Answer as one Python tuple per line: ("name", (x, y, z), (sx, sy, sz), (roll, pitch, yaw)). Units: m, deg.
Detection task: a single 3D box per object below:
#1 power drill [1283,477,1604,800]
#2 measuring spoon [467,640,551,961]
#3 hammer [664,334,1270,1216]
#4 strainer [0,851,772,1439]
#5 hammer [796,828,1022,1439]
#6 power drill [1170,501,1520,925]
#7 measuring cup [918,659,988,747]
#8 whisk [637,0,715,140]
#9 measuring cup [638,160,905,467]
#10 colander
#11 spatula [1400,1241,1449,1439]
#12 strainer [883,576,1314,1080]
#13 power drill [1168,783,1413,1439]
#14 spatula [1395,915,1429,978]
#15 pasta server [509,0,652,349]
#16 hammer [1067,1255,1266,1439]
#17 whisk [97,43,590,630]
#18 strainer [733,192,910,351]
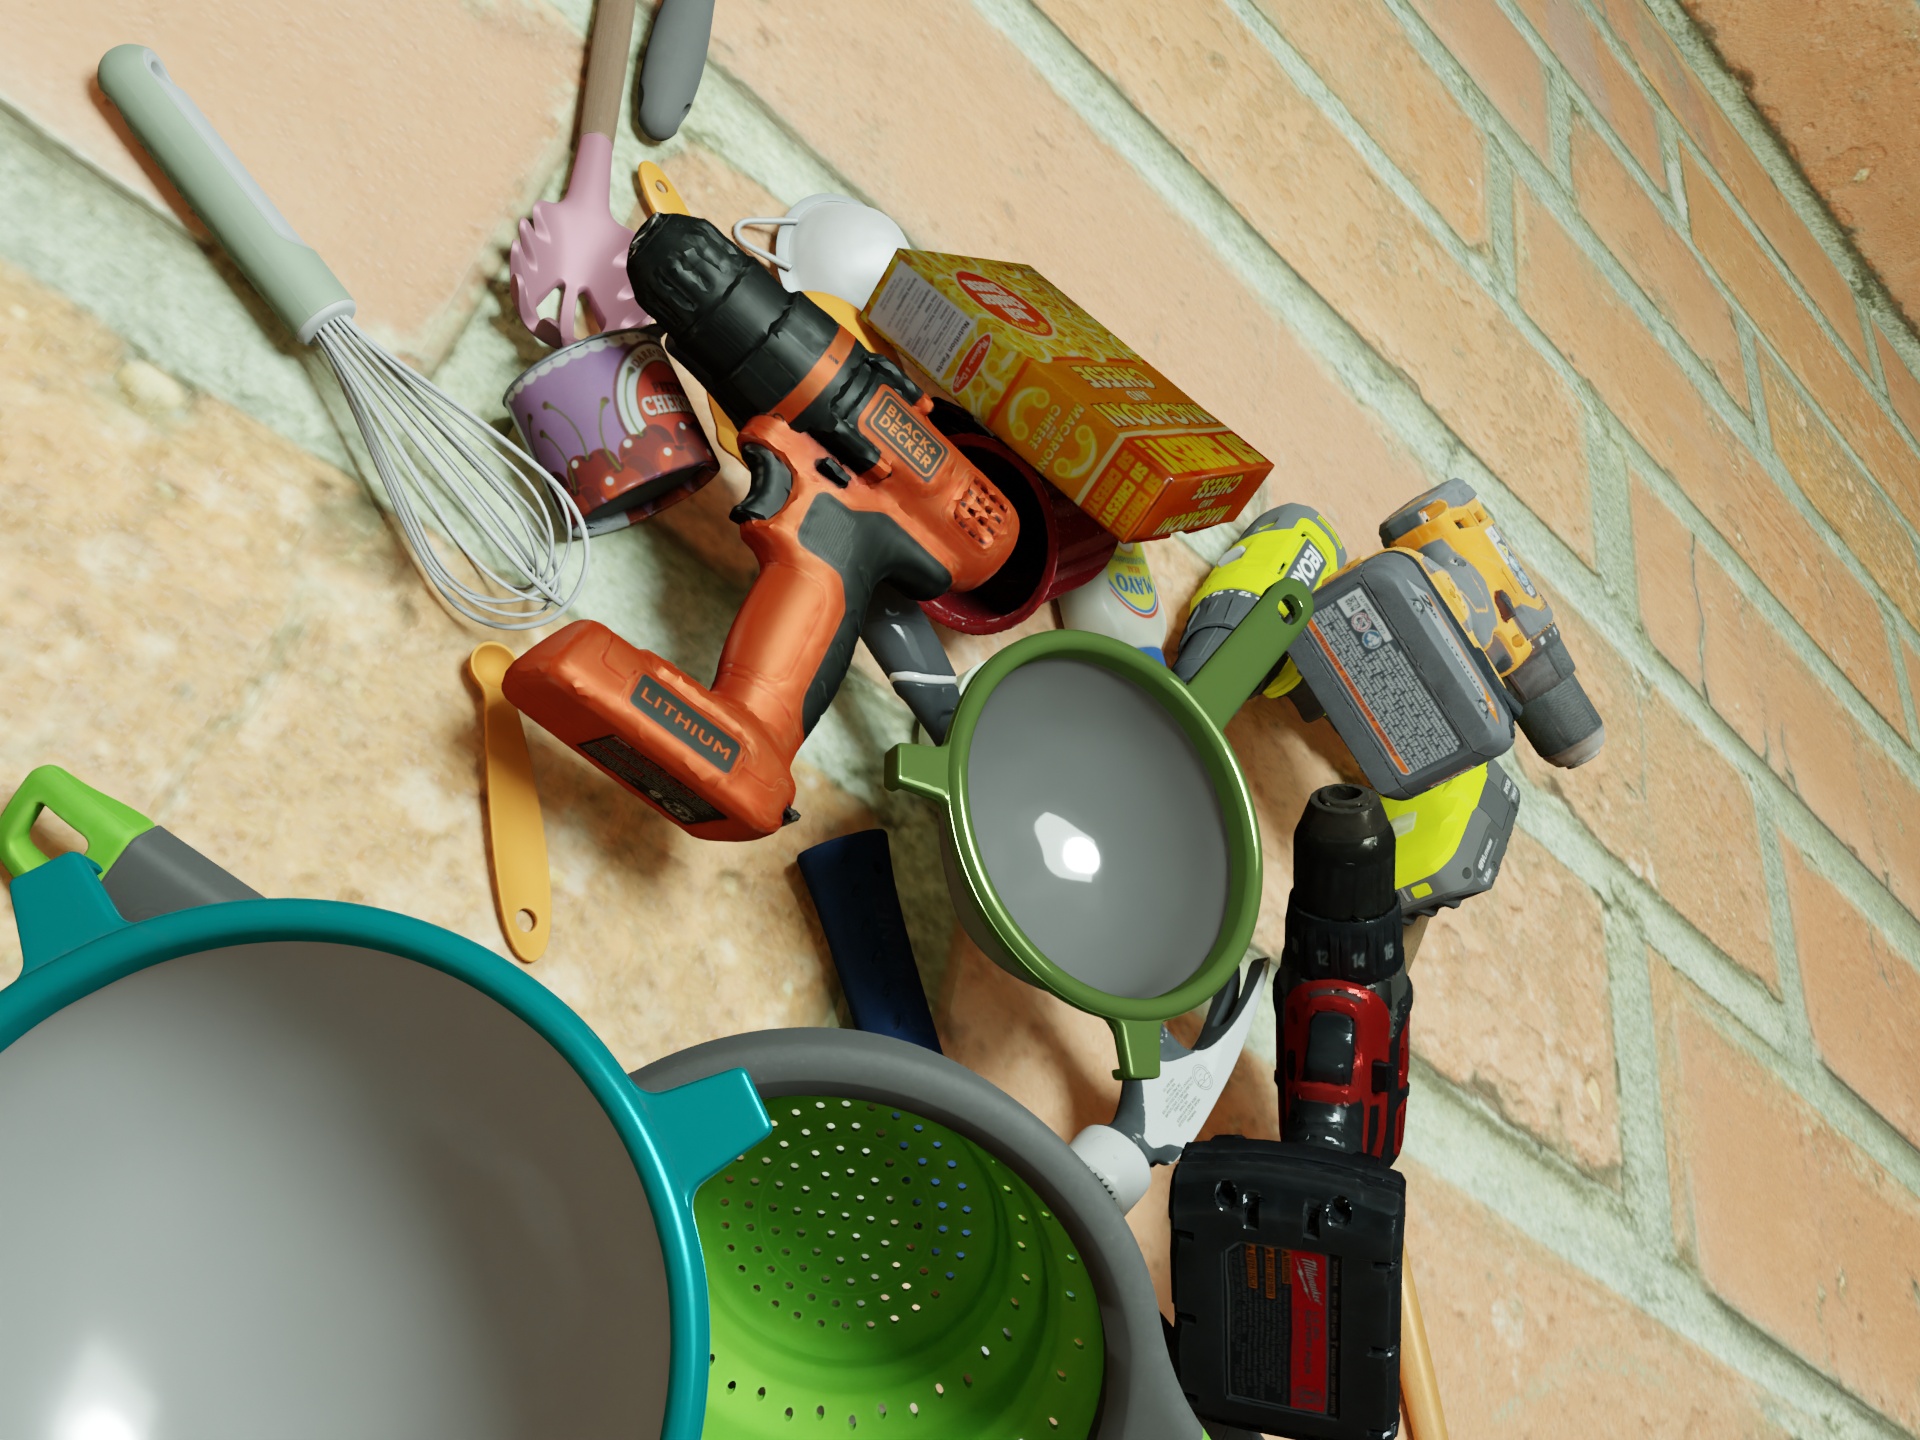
("power drill", (0.280, -0.030, 0.880), (0.185, 0.084, 0.226), (58, 36, 1))
("measuring spoon", (-0.161, 0.028, 0.564), (0.021, 0.011, 0.117), (2, 72, -45))
("hammer", (-0.001, -0.002, 0.666), (0.149, 0.036, 0.409), (-35, 97, -41))
("strainer", (-0.183, 0.214, 0.381), (0.211, 0.095, 0.340), (17, 76, 2))
("hammer", (0.010, 0.239, 0.606), (0.144, 0.035, 0.406), (-8, 75, -47))
("power drill", (0.213, 0.004, 0.907), (0.228, 0.080, 0.191), (50, 41, -10))
("measuring cup", (0.047, 0.021, 0.758), (0.167, 0.038, 0.083), (14, 60, -43))
("whisk", (-0.129, -0.375, 0.783), (0.055, 0.055, 0.239), (26, 58, -34))
("measuring cup", (-0.086, -0.186, 0.717), (0.095, 0.052, 0.173), (-38, 100, -48))
("colander", (-0.106, 0.133, 0.499), (0.397, 0.204, 0.094), (37, 11, -6))
("spatula", (0.239, 0.350, 0.777), (0.081, 0.041, 0.323), (13, 60, -43))
("strainer", (0.069, 0.018, 0.646), (0.151, 0.069, 0.256), (52, 48, -7))
("power drill", (0.145, 0.148, 0.640), (0.227, 0.080, 0.187), (-50, 139, -60))
("spatula", (0.210, 0.177, 0.836), (0.082, 0.044, 0.317), (35, 40, 9))
("pasta server", (-0.157, -0.280, 0.707), (0.060, 0.040, 0.316), (14, 58, -23))
("hammer", (0.129, 0.322, 0.649), (0.330, 0.033, 0.128), (53, 30, -20))
("whisk", (-0.219, -0.135, 0.563), (0.246, 0.059, 0.058), (52, 6, -5))
("strainer", (-0.001, -0.205, 0.826), (0.258, 0.050, 0.087), (21, 66, -41))
